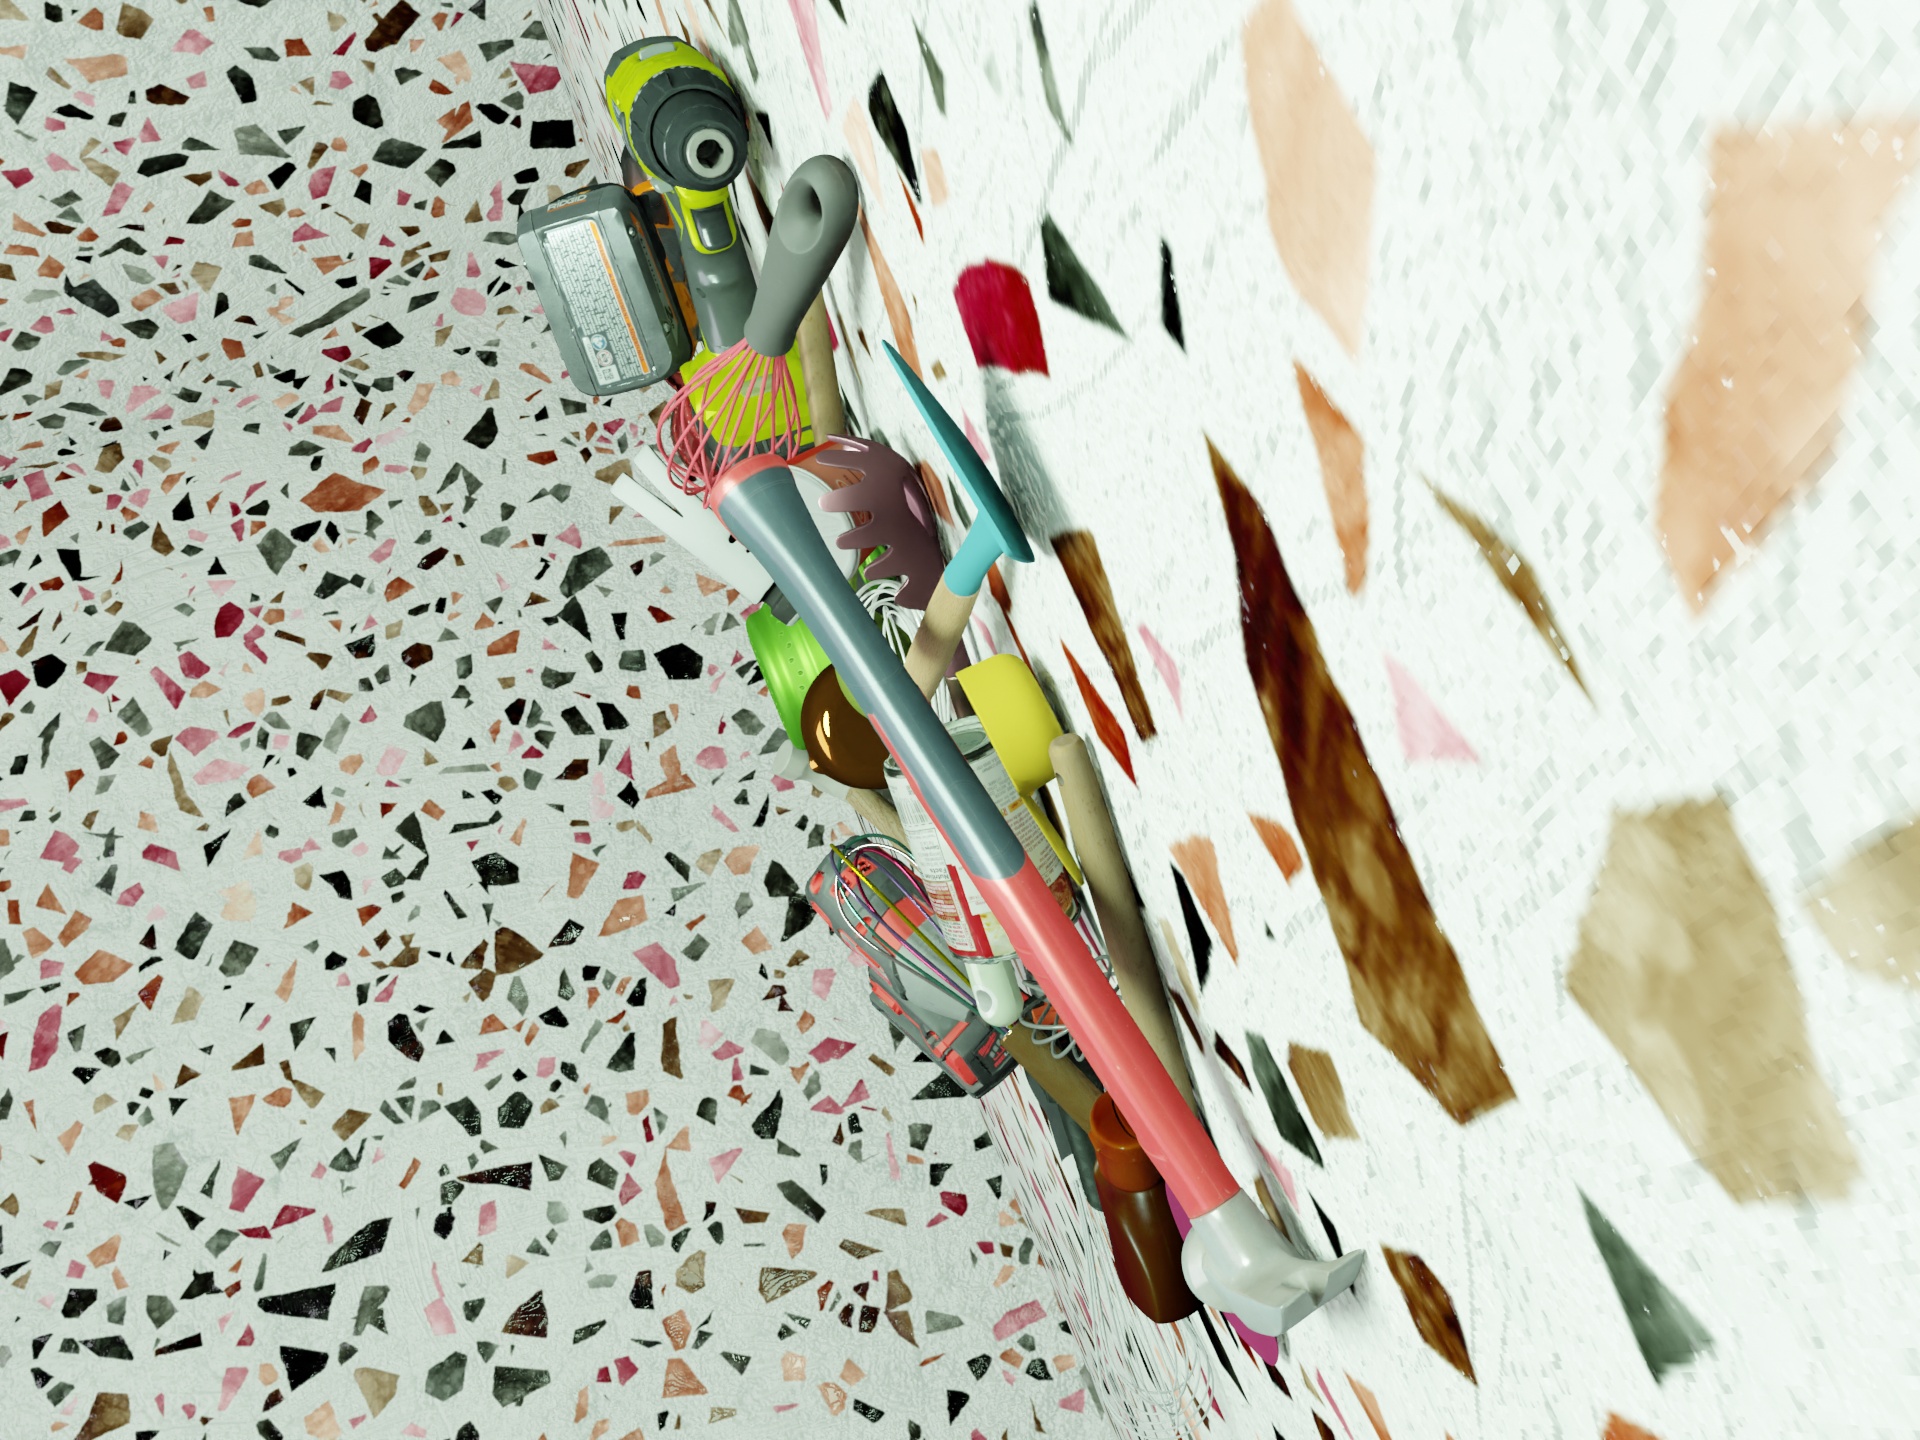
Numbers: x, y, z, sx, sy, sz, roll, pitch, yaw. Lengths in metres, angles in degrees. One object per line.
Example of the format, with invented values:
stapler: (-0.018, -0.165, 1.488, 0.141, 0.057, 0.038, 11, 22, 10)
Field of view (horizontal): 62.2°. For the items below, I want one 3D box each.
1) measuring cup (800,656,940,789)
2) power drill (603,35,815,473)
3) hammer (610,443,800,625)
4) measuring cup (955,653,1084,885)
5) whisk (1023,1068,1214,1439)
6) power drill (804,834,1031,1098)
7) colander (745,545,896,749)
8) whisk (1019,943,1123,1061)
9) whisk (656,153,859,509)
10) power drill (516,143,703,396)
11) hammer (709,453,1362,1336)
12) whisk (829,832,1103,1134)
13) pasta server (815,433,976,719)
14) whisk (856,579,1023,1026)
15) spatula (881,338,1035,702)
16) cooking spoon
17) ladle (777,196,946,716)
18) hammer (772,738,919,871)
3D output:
measuring cup: (-0.026, 0.032, 0.995, 0.173, 0.095, 0.052, 50, 169, -6)
power drill: (-0.131, -0.251, 0.878, 0.191, 0.080, 0.228, -121, 14, -55)
hammer: (-0.133, -0.141, 1.038, 0.127, 0.034, 0.337, 38, -168, -8)
measuring cup: (0.039, 0.026, 0.676, 0.062, 0.029, 0.156, 63, -177, 39)
whisk: (0.088, 0.321, 1.033, 0.070, 0.070, 0.285, 78, 173, -53)
power drill: (-0.013, 0.162, 1.013, 0.143, 0.078, 0.219, 38, 167, 24)
colander: (-0.097, -0.056, 1.125, 0.397, 0.094, 0.204, 112, 135, -80)
whisk: (0.050, 0.135, 0.797, 0.239, 0.055, 0.055, 106, 142, -85)
whisk: (-0.092, -0.170, 0.742, 0.073, 0.073, 0.295, 67, 157, 9)
power drill: (-0.210, -0.315, 1.050, 0.227, 0.084, 0.164, -75, -30, -63)
hammer: (0.014, 0.050, 0.600, 0.386, 0.038, 0.143, 57, 169, 14)
whisk: (0.015, 0.153, 0.878, 0.245, 0.051, 0.047, 45, 146, 10)
pasta server: (-0.001, -0.003, 0.800, 0.060, 0.040, 0.316, -76, -27, -53)
whisk: (-0.009, 0.043, 0.844, 0.058, 0.059, 0.246, -17, 89, 51)
spatula: (-0.014, -0.044, 0.640, 0.082, 0.044, 0.317, 59, 162, 12)
cooking spoon: (0.086, 0.146, 0.661, 0.069, 0.017, 0.318, 31, 144, 61)
ladle: (-0.053, -0.126, 0.853, 0.078, 0.062, 0.319, -100, 2, -51)
hammer: (-0.031, 0.088, 1.135, 0.130, 0.031, 0.331, 25, -177, -26)
